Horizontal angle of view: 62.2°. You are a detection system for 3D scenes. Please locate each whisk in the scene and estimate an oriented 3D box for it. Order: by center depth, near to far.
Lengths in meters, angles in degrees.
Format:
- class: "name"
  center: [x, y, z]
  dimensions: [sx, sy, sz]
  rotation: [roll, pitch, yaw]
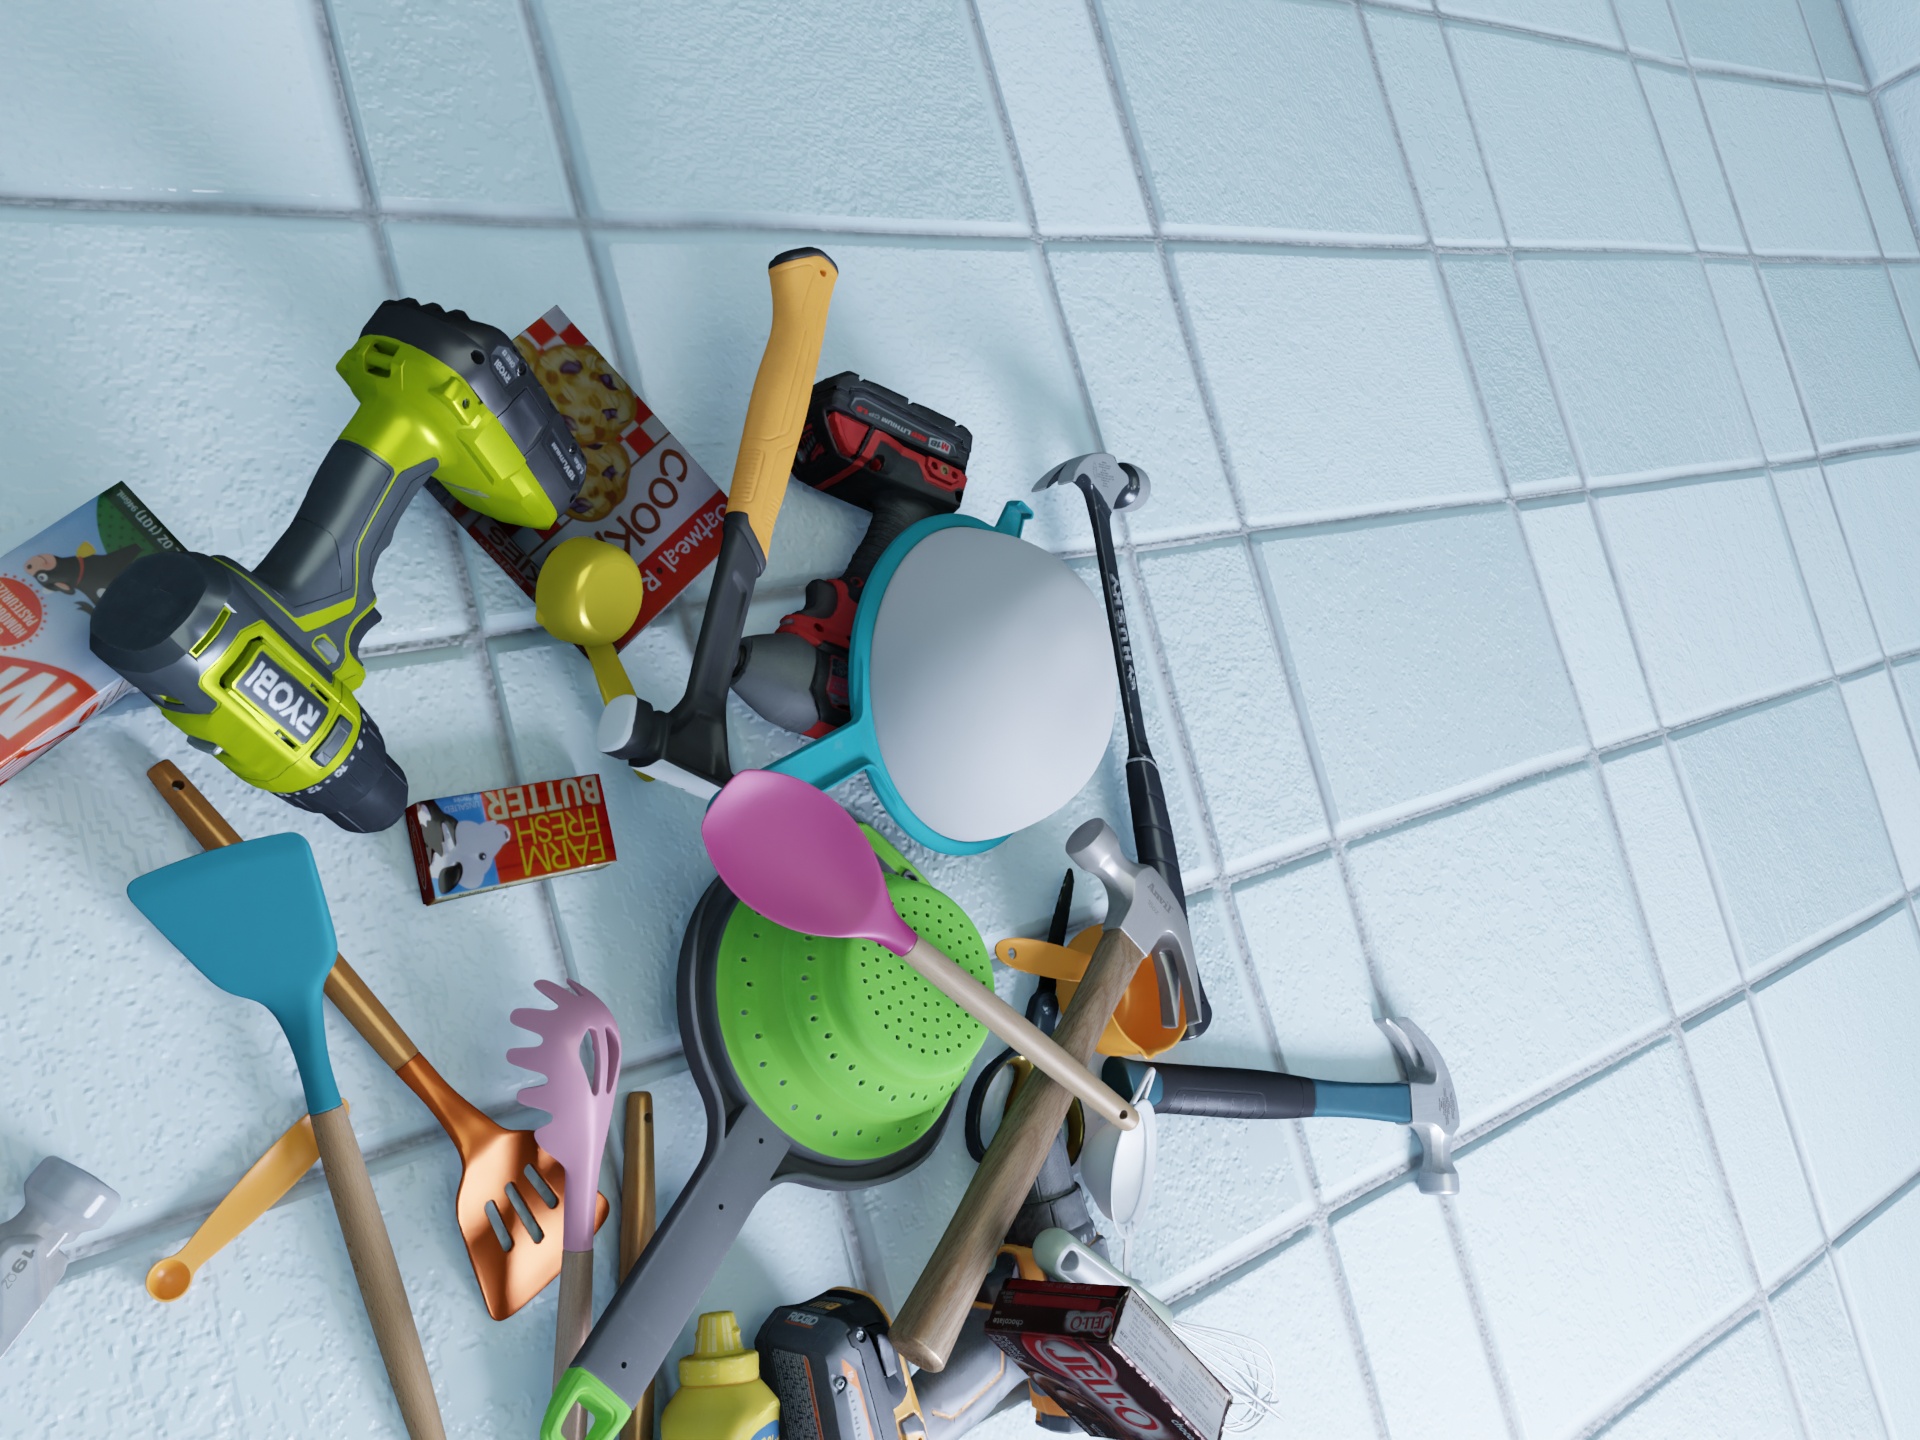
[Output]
- class: "whisk"
  center: [0.120, 0.359, 0.936]
  dimensions: [0.246, 0.059, 0.058]
  rotation: [44, 73, -32]

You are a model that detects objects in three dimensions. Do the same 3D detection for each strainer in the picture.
- class: "strainer"
  center: [-0.001, -0.003, 0.909]
  dimensions: [0.340, 0.095, 0.211]
  rotation: [-30, 112, -51]
- class: "strainer"
  center: [0.102, 0.348, 0.995]
  dimensions: [0.086, 0.050, 0.258]
  rotation: [10, 77, -65]

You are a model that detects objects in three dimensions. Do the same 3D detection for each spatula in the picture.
- class: "spatula"
  center: [-0.294, 0.210, 0.743]
  dimensions: [0.082, 0.044, 0.317]
  rotation: [-17, 93, -5]
- class: "spatula"
  center: [-0.292, 0.151, 0.786]
  dimensions: [0.322, 0.041, 0.081]
  rotation: [53, 52, -6]

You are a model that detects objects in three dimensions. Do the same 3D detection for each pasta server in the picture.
- class: "pasta server"
  center: [-0.197, 0.289, 0.791]
  dimensions: [0.060, 0.040, 0.316]
  rotation: [9, 81, -57]

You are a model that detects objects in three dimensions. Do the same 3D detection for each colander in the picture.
- class: "colander"
  center: [-0.081, 0.203, 0.835]
  dimensions: [0.204, 0.094, 0.397]
  rotation: [47, 45, -15]

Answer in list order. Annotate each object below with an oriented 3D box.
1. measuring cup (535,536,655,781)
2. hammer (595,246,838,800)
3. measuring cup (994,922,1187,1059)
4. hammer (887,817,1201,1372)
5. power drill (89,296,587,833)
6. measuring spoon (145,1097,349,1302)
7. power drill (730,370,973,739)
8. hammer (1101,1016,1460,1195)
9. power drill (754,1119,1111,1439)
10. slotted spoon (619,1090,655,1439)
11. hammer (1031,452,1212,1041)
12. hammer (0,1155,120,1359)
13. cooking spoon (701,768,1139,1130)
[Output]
- class: "measuring cup"
  center: [-0.183, -0.027, 0.863]
  dimensions: [0.062, 0.029, 0.156]
  rotation: [-46, 135, -38]
- class: "hammer"
  center: [-0.111, -0.118, 0.899]
  dimensions: [0.127, 0.034, 0.337]
  rotation: [28, 63, -41]
- class: "measuring cup"
  center: [0.071, 0.162, 1.002]
  dimensions: [0.173, 0.052, 0.095]
  rotation: [19, 64, -37]
- class: "hammer"
  center: [0.051, 0.215, 0.908]
  dimensions: [0.130, 0.031, 0.331]
  rotation: [48, 51, -18]
- class: "power drill"
  center: [-0.280, -0.067, 0.766]
  dimensions: [0.229, 0.080, 0.190]
  rotation: [-62, 155, -22]
- class: "measuring spoon"
  center: [-0.332, 0.222, 0.745]
  dimensions: [0.021, 0.011, 0.117]
  rotation: [53, 50, -17]
- class: "power drill"
  center: [-0.072, -0.093, 0.983]
  dimensions: [0.143, 0.078, 0.220]
  rotation: [19, 69, -30]
- class: "hammer"
  center: [0.235, 0.267, 1.122]
  dimensions: [0.330, 0.033, 0.128]
  rotation: [12, 71, -33]
- class: "power drill"
  center: [-0.002, 0.335, 0.900]
  dimensions: [0.226, 0.084, 0.185]
  rotation: [-9, 87, -41]
- class: "slotted spoon"
  center: [-0.167, 0.350, 0.812]
  dimensions: [0.070, 0.031, 0.314]
  rotation: [24, 59, -54]
- class: "hammer"
  center: [0.121, 0.014, 1.091]
  dimensions: [0.149, 0.036, 0.409]
  rotation: [0, 80, -62]
- class: "hammer"
  center: [-0.536, 0.141, 0.604]
  dimensions: [0.386, 0.038, 0.143]
  rotation: [42, 58, -19]
- class: "cooking spoon"
  center: [-0.011, 0.134, 0.848]
  dimensions: [0.318, 0.017, 0.069]
  rotation: [42, 74, -23]
